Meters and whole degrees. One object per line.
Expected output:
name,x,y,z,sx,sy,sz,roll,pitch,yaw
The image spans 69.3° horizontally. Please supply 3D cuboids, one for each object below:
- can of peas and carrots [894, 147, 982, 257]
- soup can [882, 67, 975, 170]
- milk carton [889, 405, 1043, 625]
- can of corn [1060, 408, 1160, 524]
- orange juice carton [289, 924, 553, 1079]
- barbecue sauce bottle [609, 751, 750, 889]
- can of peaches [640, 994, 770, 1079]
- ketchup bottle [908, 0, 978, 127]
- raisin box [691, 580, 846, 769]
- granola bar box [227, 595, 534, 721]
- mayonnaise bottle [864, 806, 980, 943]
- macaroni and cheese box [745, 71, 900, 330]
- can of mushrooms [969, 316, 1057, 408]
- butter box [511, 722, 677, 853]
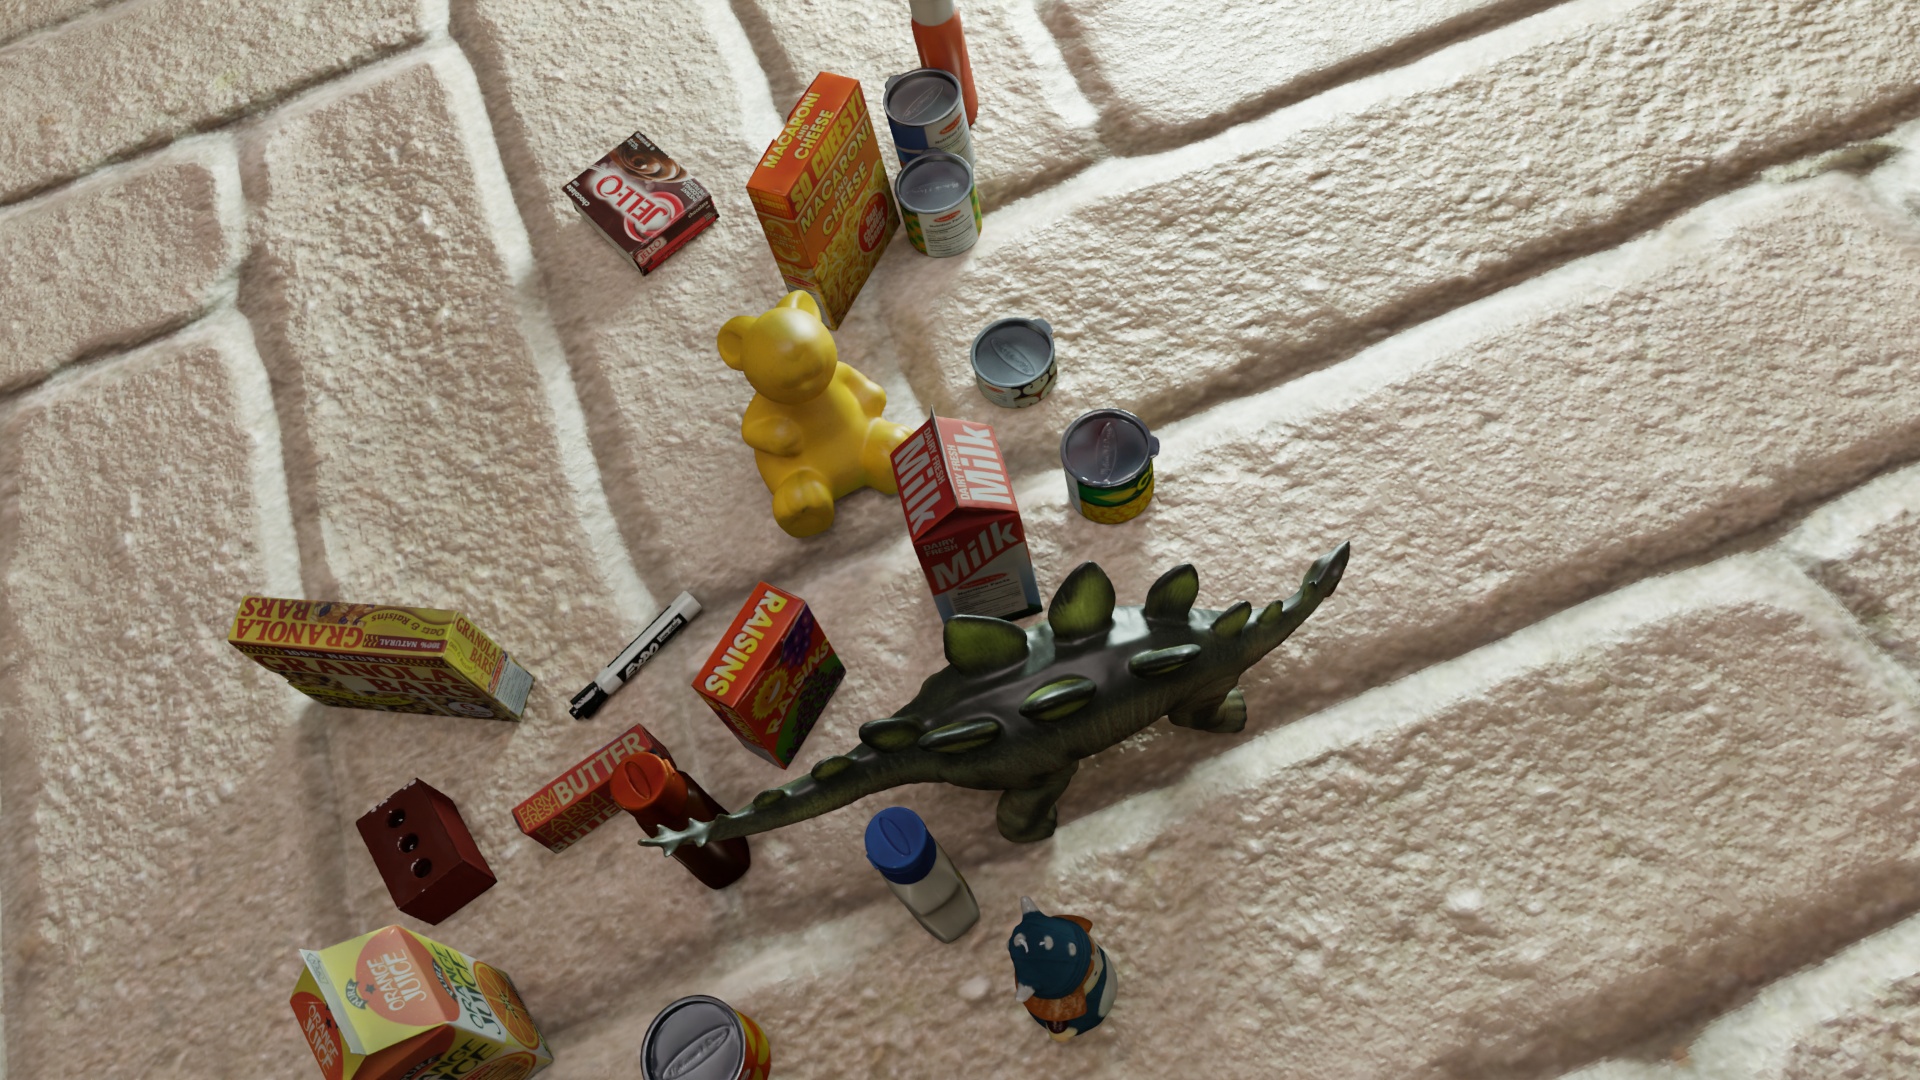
can of peas and carrots,-0.018,-0.282,1.160,0.071,0.058,0.071,-4,61,8
soup can,-0.027,-0.350,1.184,0.071,0.083,0.071,-4,62,8
milk carton,0.003,-0.012,0.934,0.073,0.189,0.072,-16,61,1
can of corn,0.111,-0.053,1.014,0.071,0.058,0.071,-4,61,8
orange juice carton,-0.325,0.290,0.826,0.073,0.192,0.072,-37,62,-10
barbecue sauce bottle,-0.179,0.176,0.888,0.044,0.148,0.065,-34,62,-9
can of peaches,-0.155,0.322,0.856,0.071,0.057,0.071,-4,61,8
ketchup bottle,-0.016,-0.422,1.184,0.043,0.148,0.065,-10,61,5
raisin box,-0.126,0.093,0.938,0.040,0.123,0.086,24,69,21
granola bar box,-0.409,0.086,0.990,0.165,0.123,0.039,3,63,11
mayonnaise bottle,-0.025,0.201,0.848,0.041,0.147,0.065,-37,62,-10
macaroni and cheese box,-0.106,-0.266,1.105,0.040,0.165,0.124,19,67,19
can of mushrooms,0.044,-0.140,1.087,0.071,0.033,0.071,-4,61,8
butter box,-0.251,0.172,0.957,0.104,0.053,0.024,-34,62,-9
